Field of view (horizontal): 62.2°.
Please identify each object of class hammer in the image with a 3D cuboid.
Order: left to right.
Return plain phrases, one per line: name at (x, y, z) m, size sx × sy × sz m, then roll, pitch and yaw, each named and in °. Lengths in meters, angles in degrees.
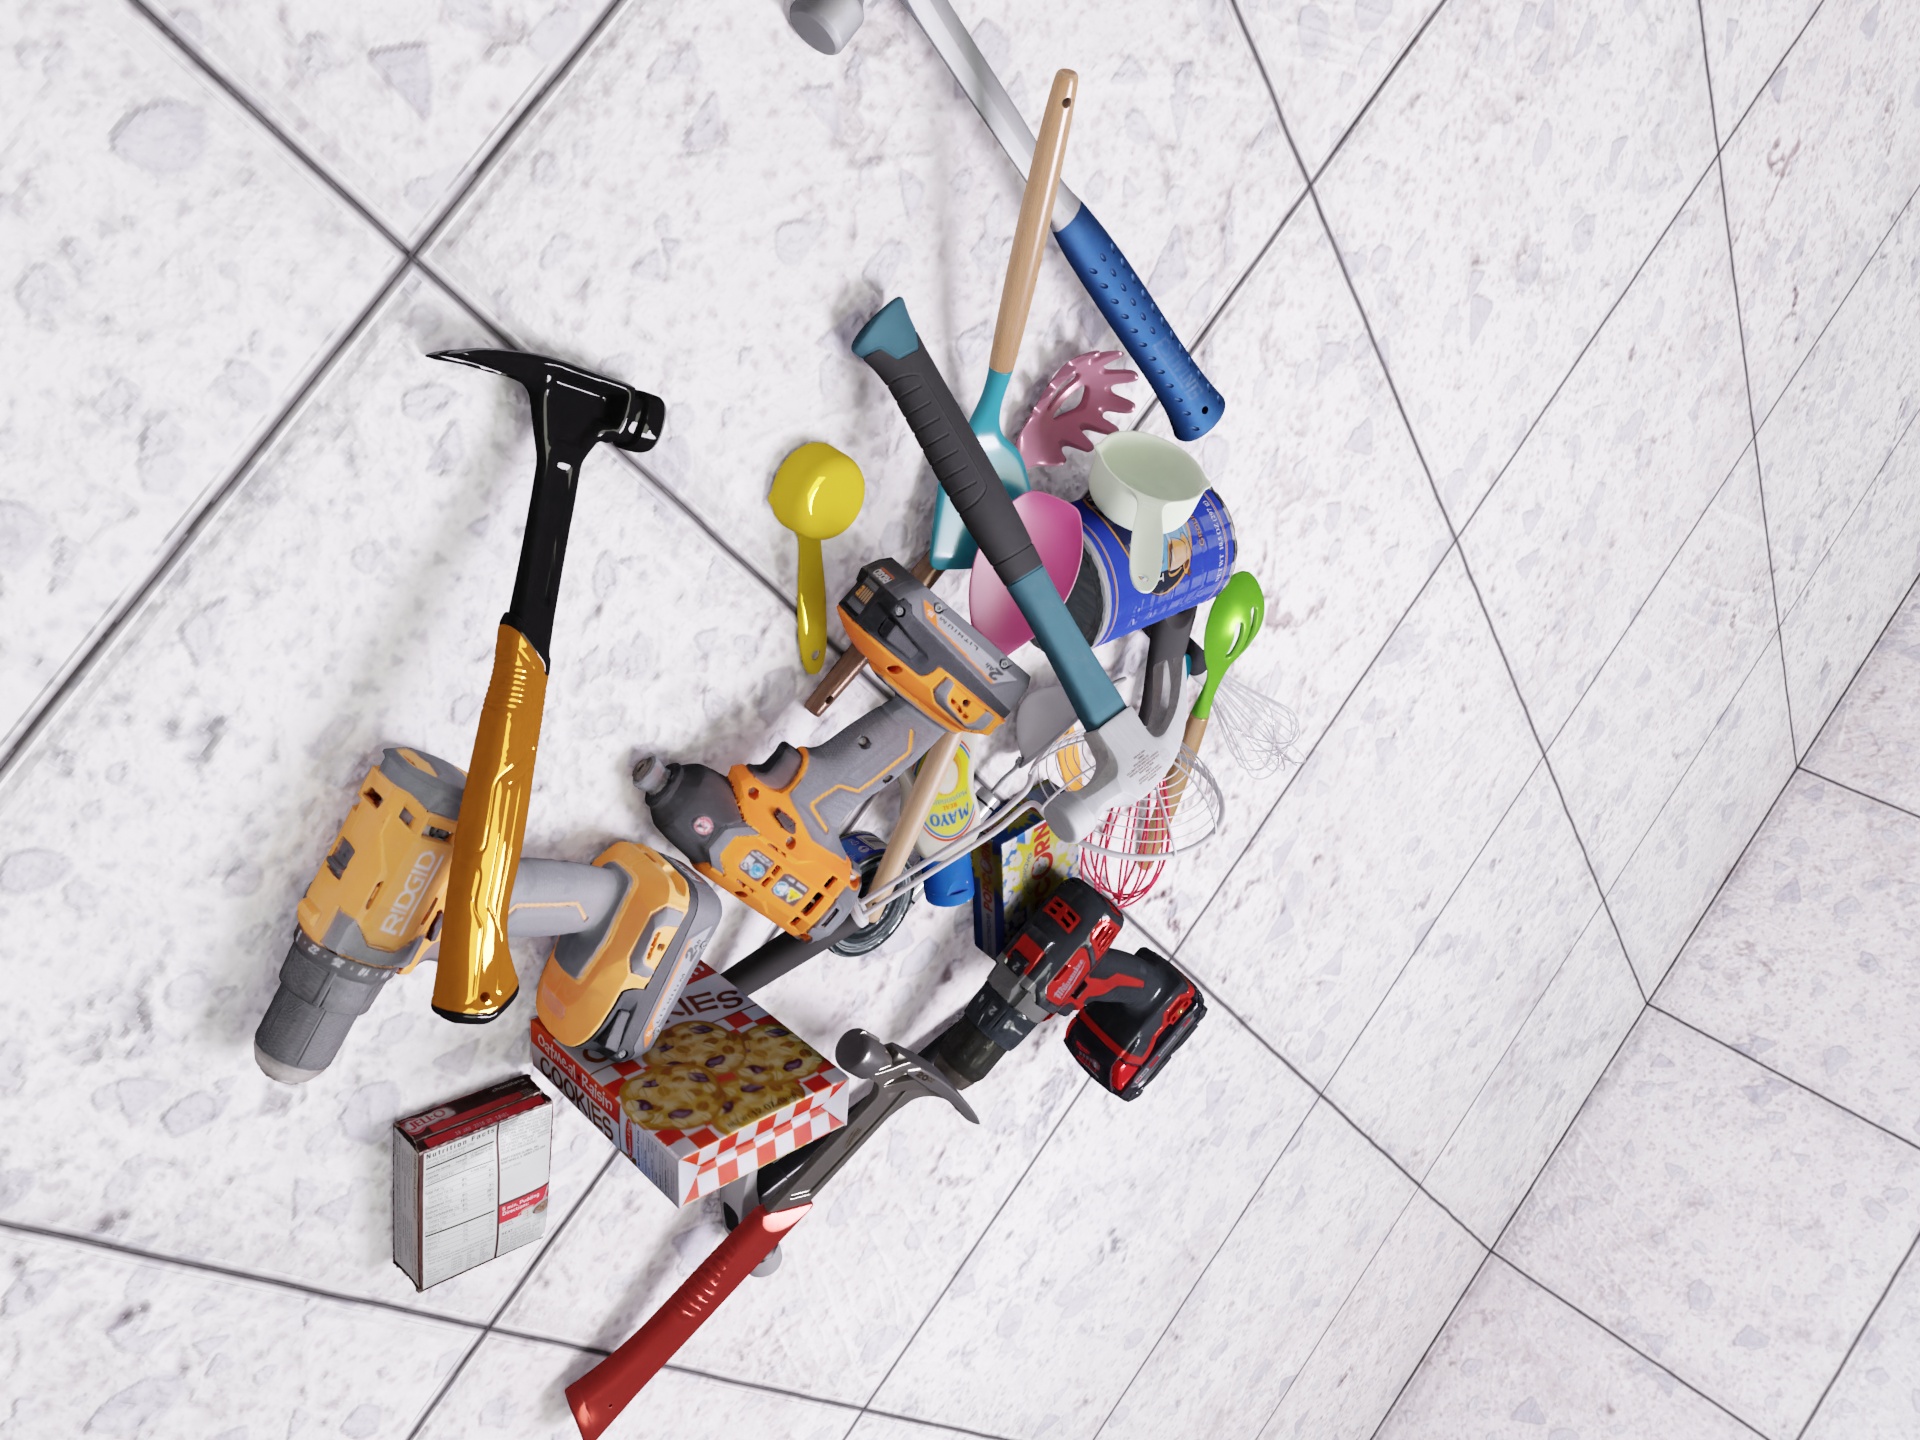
hammer at (-0.230, -0.015, 0.801) m, size 0.127 × 0.034 × 0.337 m, roll 10°, pitch 89°, yaw -49°
hammer at (-0.147, 0.381, 1.152) m, size 0.359 × 0.037 × 0.149 m, roll -47°, pitch 133°, yaw 0°
hammer at (-0.049, 0.288, 1.254) m, size 0.335 × 0.035 × 0.146 m, roll -33°, pitch 135°, yaw -30°
hammer at (0.030, -0.098, 0.951) m, size 0.128 × 0.033 × 0.331 m, roll -33°, pitch 97°, yaw -27°
hammer at (0.063, -0.317, 0.959) m, size 0.144 × 0.035 × 0.405 m, roll -54°, pitch 133°, yaw -9°

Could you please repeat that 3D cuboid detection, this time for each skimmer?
skimmer at (-0.002, 0.113, 1.055) m, size 0.363 × 0.127 × 0.090 m, roll -32°, pitch 127°, yaw 12°

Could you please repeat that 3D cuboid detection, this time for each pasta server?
pasta server at (0.005, -0.124, 1.054) m, size 0.316 × 0.040 × 0.060 m, roll -51°, pitch 130°, yaw -9°

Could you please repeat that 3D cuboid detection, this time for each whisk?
whisk at (0.147, 0.020, 1.256) m, size 0.073 × 0.073 × 0.295 m, roll -13°, pitch 121°, yaw -42°
whisk at (0.217, -0.028, 1.328) m, size 0.070 × 0.070 × 0.284 m, roll -56°, pitch 136°, yaw -5°

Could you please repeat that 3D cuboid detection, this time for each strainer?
strainer at (0.023, 0.051, 1.181) m, size 0.258 × 0.050 × 0.087 m, roll -50°, pitch -176°, yaw -4°

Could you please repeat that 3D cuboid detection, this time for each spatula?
spatula at (0.035, -0.229, 0.955) m, size 0.082 × 0.044 × 0.317 m, roll -9°, pitch 137°, yaw -22°

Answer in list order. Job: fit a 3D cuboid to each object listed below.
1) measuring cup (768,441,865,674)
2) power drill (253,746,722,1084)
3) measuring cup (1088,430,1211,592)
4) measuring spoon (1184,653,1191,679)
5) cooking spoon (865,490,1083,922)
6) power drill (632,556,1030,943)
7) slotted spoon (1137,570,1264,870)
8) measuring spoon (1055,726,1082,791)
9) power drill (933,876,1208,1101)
measuring cup at (-0.084, -0.094, 0.981) m, size 0.062 × 0.029 × 0.156 m, roll -23°, pitch 128°, yaw -37°
power drill at (-0.265, 0.130, 0.890) m, size 0.226 × 0.084 × 0.185 m, roll 28°, pitch 91°, yaw -47°
measuring cup at (0.117, -0.126, 1.034) m, size 0.168 × 0.083 × 0.038 m, roll -80°, pitch -171°, yaw -45°
measuring spoon at (0.157, -0.003, 1.292) m, size 0.042 × 0.021 × 0.128 m, roll 3°, pitch 122°, yaw -27°
cooking spoon at (-0.002, -0.003, 1.063) m, size 0.068 × 0.017 × 0.319 m, roll 20°, pitch 105°, yaw -14°
power drill at (-0.084, 0.012, 0.983) m, size 0.164 × 0.084 × 0.226 m, roll 39°, pitch 93°, yaw -29°
slotted spoon at (0.190, 0.013, 1.297) m, size 0.070 × 0.031 × 0.313 m, roll -28°, pitch 145°, yaw -38°
measuring spoon at (0.091, 0.040, 1.269) m, size 0.021 × 0.011 × 0.116 m, roll -38°, pitch 136°, yaw -25°
power drill at (0.088, 0.238, 1.284) m, size 0.188 × 0.080 × 0.226 m, roll -50°, pitch 140°, yaw 0°
